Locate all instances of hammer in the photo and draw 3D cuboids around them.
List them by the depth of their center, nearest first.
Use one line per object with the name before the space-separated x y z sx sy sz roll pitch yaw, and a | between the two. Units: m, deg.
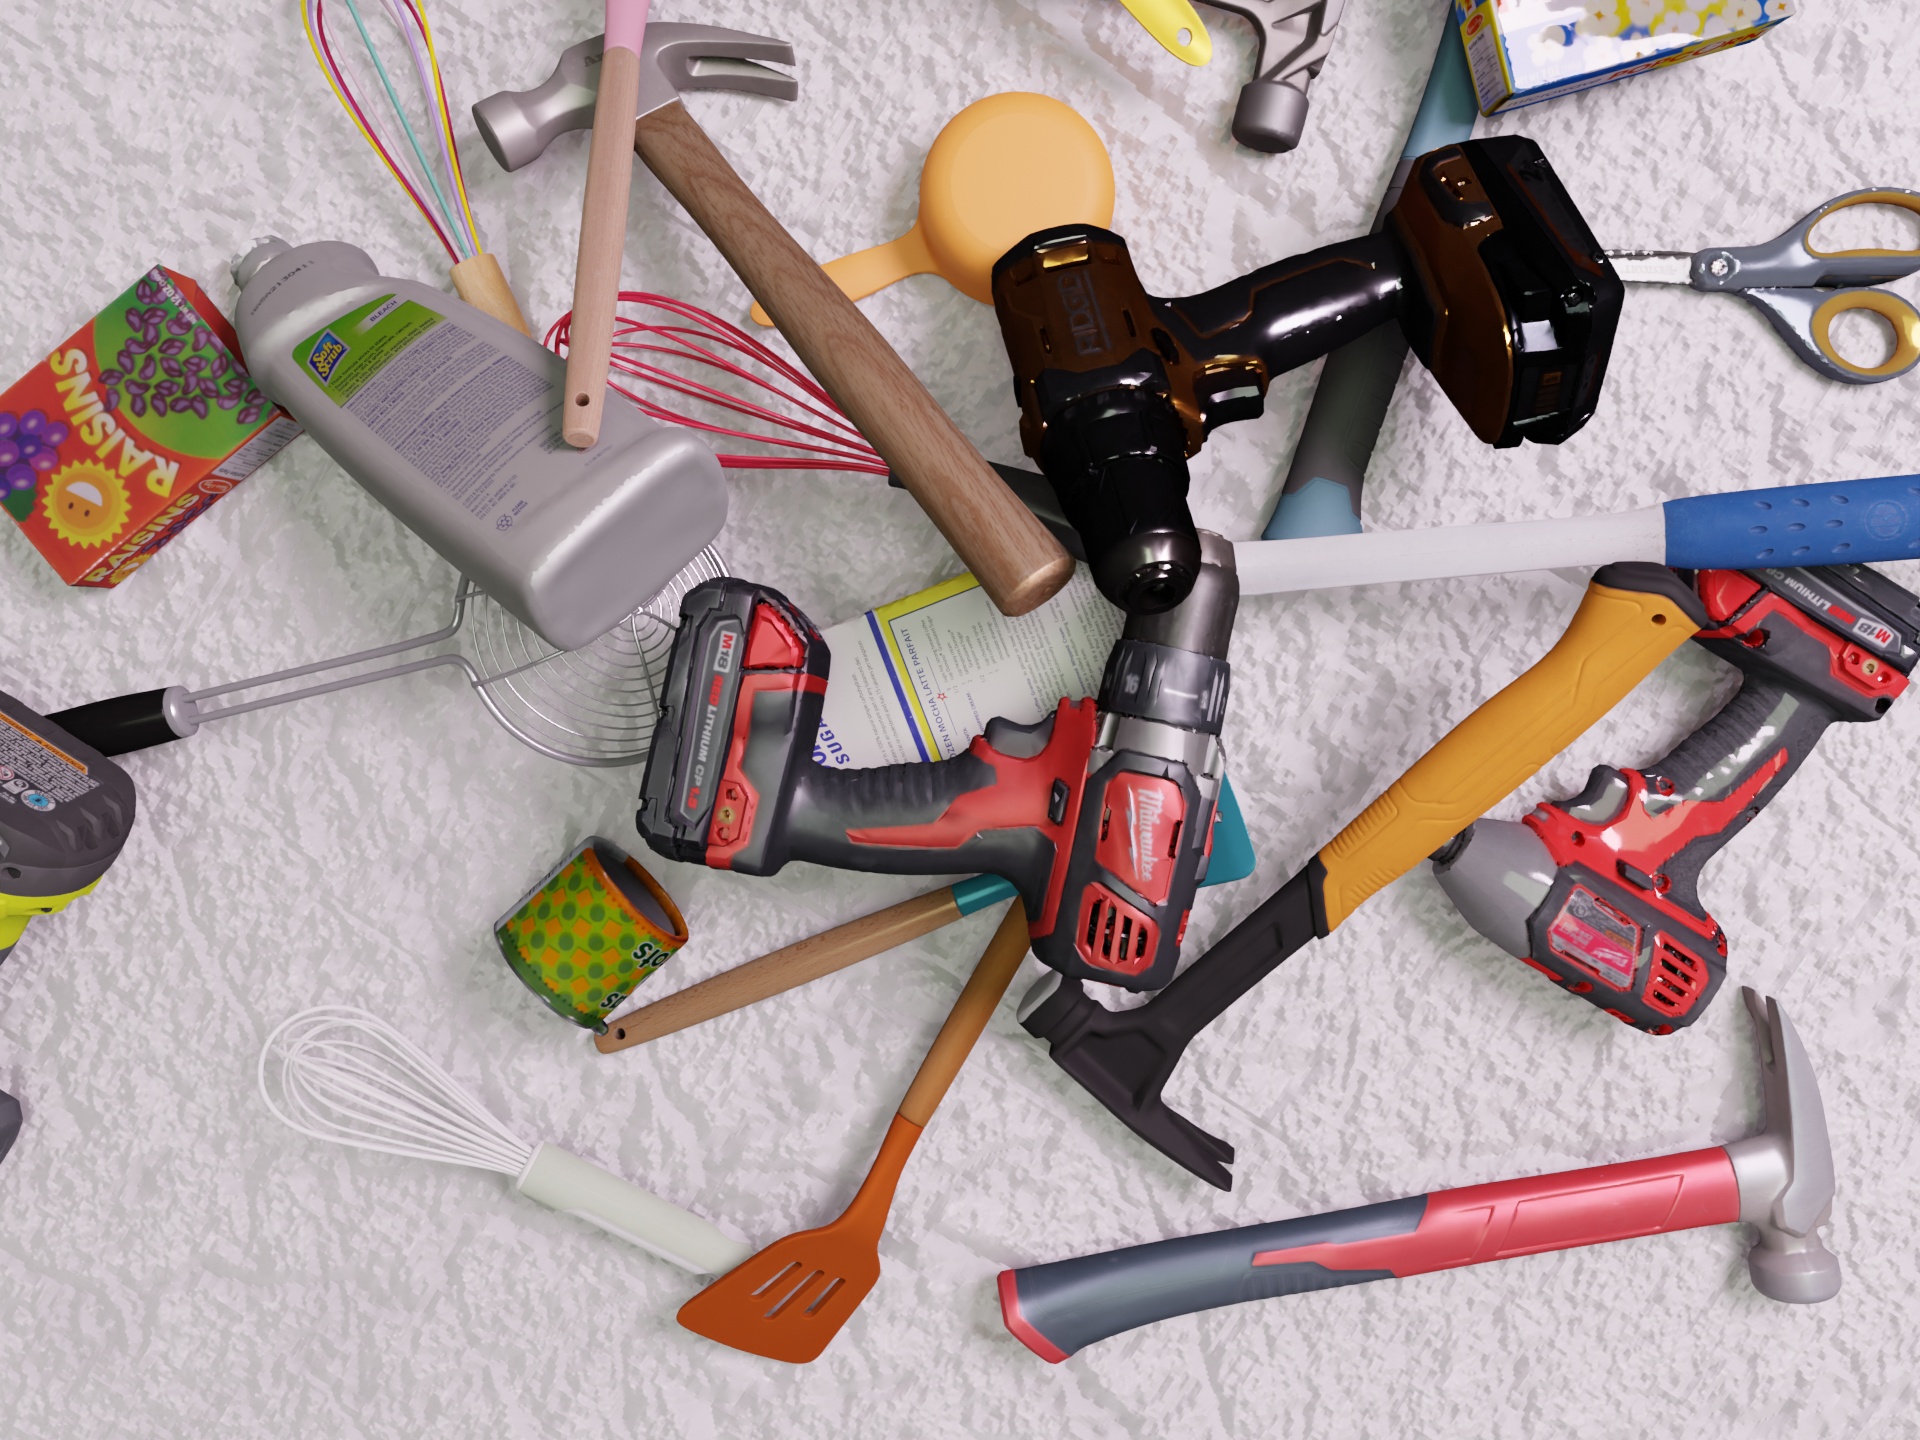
hammer | 0.277 -0.069 0.653 0.405 0.035 0.144 -3 92 16
hammer | -0.063 -0.173 0.654 0.130 0.031 0.331 -34 71 -14
hammer | -0.003 -0.361 0.673 0.359 0.037 0.149 12 94 -11
hammer | 0.176 0.065 0.675 0.127 0.034 0.337 42 114 -3
hammer | 0.206 -0.232 0.711 0.128 0.033 0.331 18 94 -2
hammer | 0.207 0.225 0.740 0.386 0.038 0.143 -10 93 0

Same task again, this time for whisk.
whisk | -0.045 -0.120 0.688 0.296 0.073 0.073 20 94 5
whisk | -0.223 -0.225 0.703 0.047 0.051 0.245 -27 99 -22
whisk | -0.206 0.202 0.733 0.246 0.057 0.059 28 63 -6

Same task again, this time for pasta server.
pasta server | -0.142 -0.255 0.650 0.060 0.040 0.316 3 68 -6

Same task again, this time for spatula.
spatula | -0.028 0.088 0.712 0.317 0.044 0.082 -23 79 9
spatula | -0.015 0.159 0.735 0.081 0.041 0.322 32 86 -30

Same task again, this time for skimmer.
skimmer | -0.283 -0.017 0.725 0.363 0.090 0.127 -12 90 11

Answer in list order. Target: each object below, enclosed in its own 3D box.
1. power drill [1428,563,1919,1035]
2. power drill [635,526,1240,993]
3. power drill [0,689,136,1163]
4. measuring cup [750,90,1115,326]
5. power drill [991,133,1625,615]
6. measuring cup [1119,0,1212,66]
power drill | 0.311 0.017 0.710 0.143 0.078 0.219 30 96 -2
power drill | -0.001 -0.002 0.650 0.226 0.080 0.188 12 90 5
power drill | -0.481 0.089 0.692 0.190 0.080 0.228 34 107 -3
measuring cup | -0.014 -0.214 0.700 0.173 0.052 0.095 -22 94 -1
power drill | 0.134 -0.135 0.625 0.226 0.084 0.186 -12 54 2
measuring cup | 0.045 -0.327 0.660 0.156 0.029 0.062 37 88 -24
